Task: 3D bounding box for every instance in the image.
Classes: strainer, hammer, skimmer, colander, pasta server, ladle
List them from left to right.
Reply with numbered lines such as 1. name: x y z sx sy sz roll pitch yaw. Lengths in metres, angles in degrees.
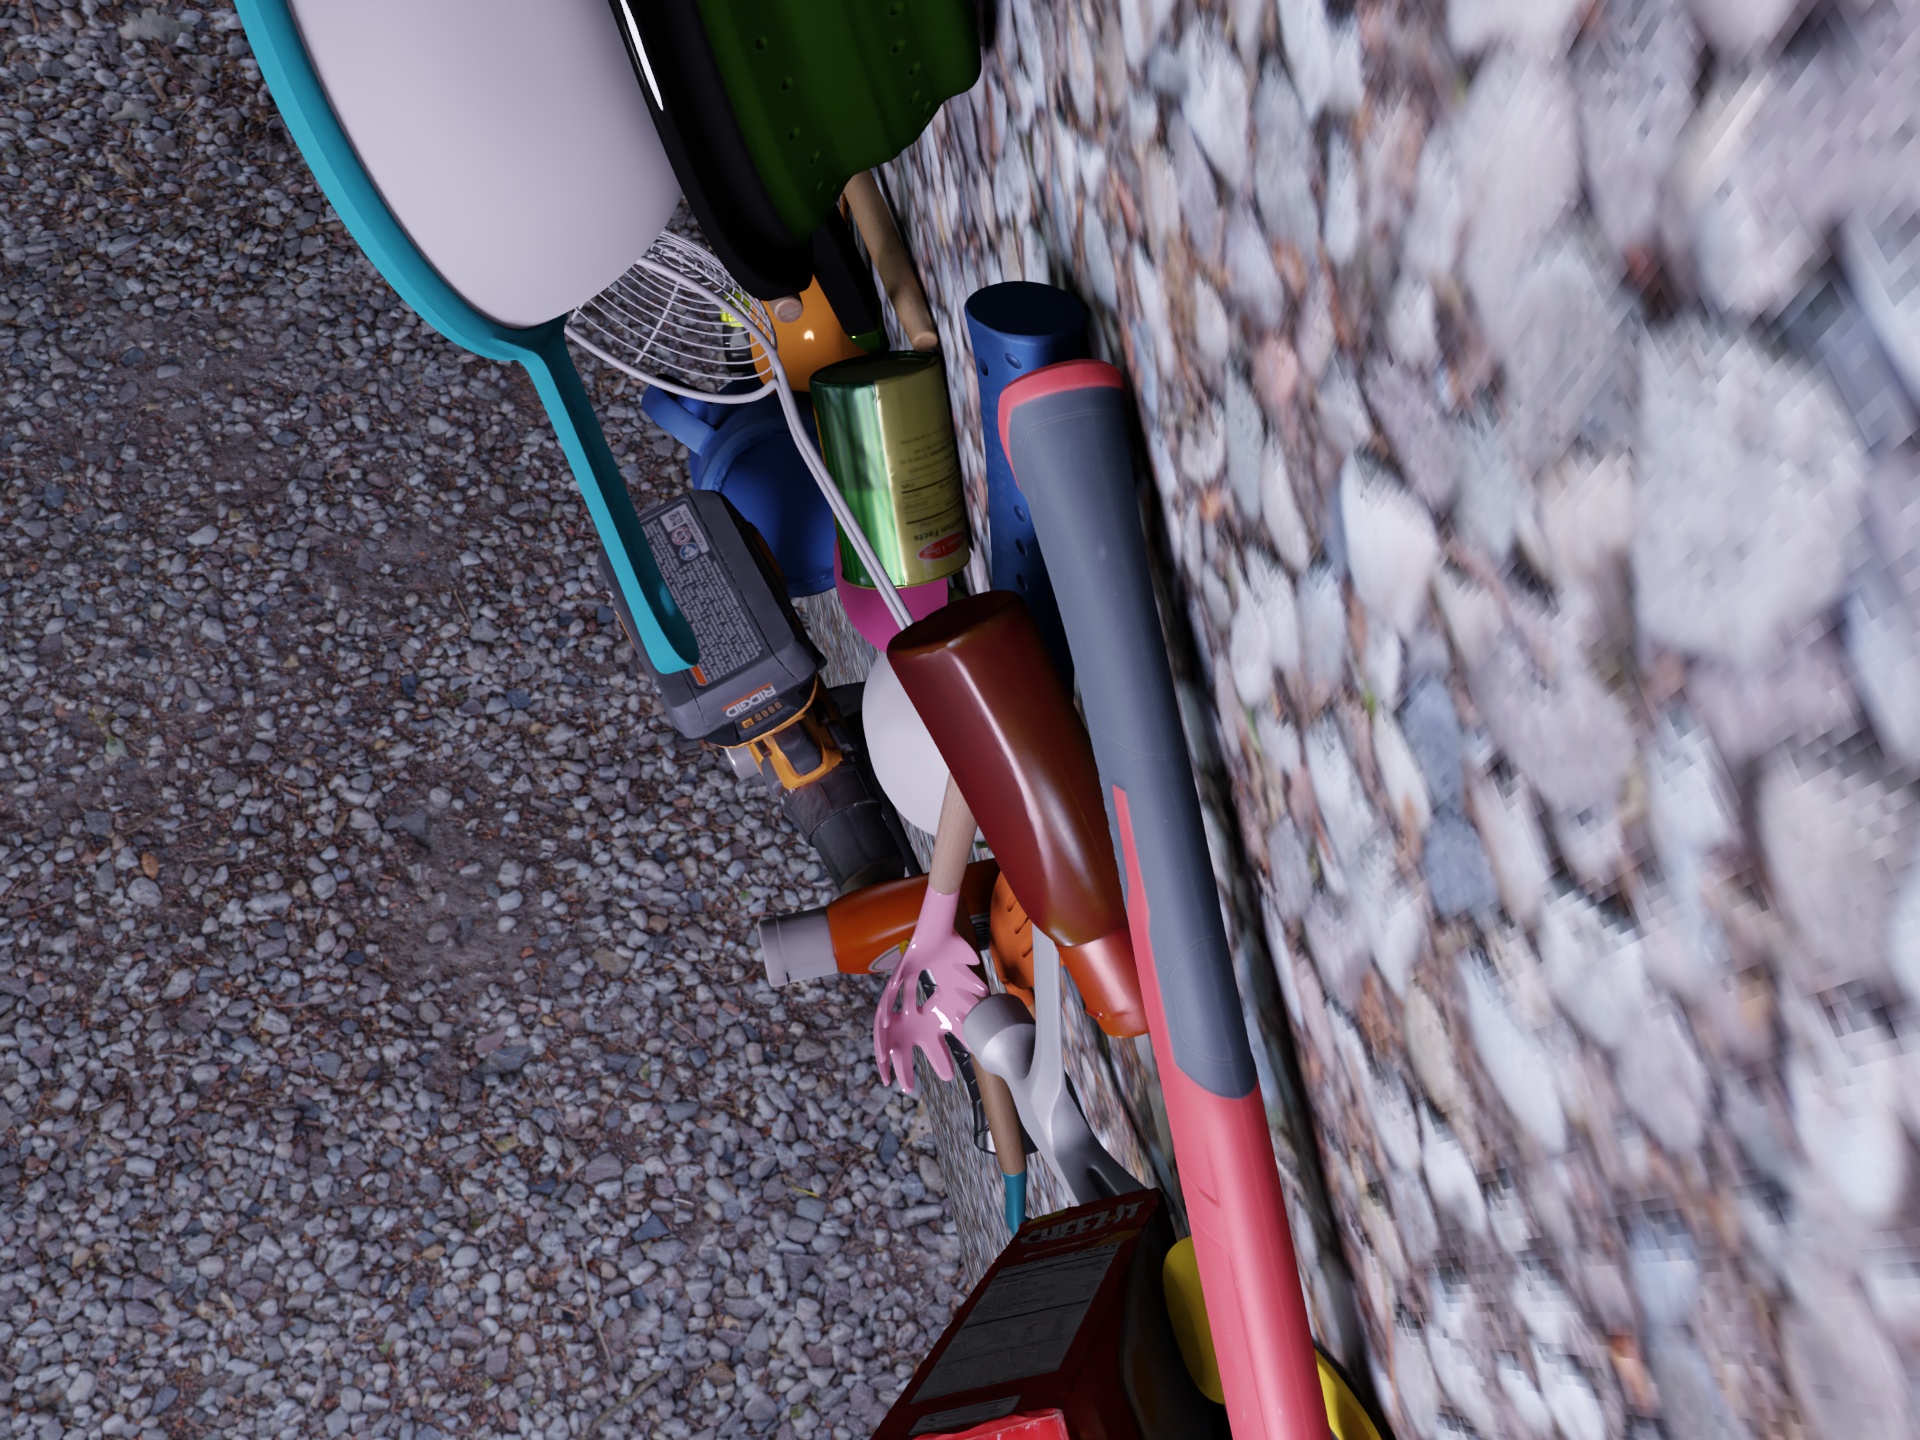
1. strainer: -0.124 -0.177 0.545 0.211 0.095 0.340 -83 -24 -65
2. skimmer: -0.077 -0.076 0.728 0.363 0.090 0.127 59 167 7
3. ladle: -0.075 -0.304 0.842 0.078 0.062 0.320 88 165 -57
4. colander: -0.037 -0.231 0.580 0.397 0.094 0.205 48 -151 -77
5. strainer: -0.030 -0.044 0.886 0.151 0.069 0.256 122 134 -80
6. hammer: -0.019 0.131 1.022 0.035 0.146 0.334 -143 30 -80
7. pasta server: 0.000 0.060 0.699 0.040 0.060 0.316 58 150 37
8. hammer: 0.034 0.037 0.600 0.144 0.035 0.405 -127 25 -46
9. hammer: 0.070 0.088 0.419 0.143 0.038 0.386 152 108 -72

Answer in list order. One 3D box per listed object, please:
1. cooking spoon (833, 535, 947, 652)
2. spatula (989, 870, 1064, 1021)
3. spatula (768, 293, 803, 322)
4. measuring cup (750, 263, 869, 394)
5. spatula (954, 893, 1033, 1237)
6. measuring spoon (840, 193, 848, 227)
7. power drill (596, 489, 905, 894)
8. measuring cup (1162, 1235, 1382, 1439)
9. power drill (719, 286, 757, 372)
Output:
1. cooking spoon: -0.001 -0.003 0.791 0.017 0.068 0.319 24 -150 -46
2. spatula: 0.044 0.158 0.867 0.322 0.041 0.081 80 173 -57
3. spatula: -0.121 -0.289 0.740 0.059 0.018 0.316 45 -161 -54
4. measuring cup: -0.072 -0.241 0.981 0.173 0.052 0.095 -12 -69 -72
5. spatula: 0.035 0.220 0.871 0.082 0.044 0.317 -119 14 -59
6. measuring spoon: -0.071 -0.291 1.029 0.116 0.011 0.021 93 172 -55
7. power drill: -0.099 -0.001 0.856 0.185 0.084 0.226 60 178 22
8. measuring cup: 0.094 0.203 0.494 0.156 0.029 0.062 174 84 -83
9. power drill: -0.127 -0.355 1.059 0.171 0.080 0.223 -101 6 -68
